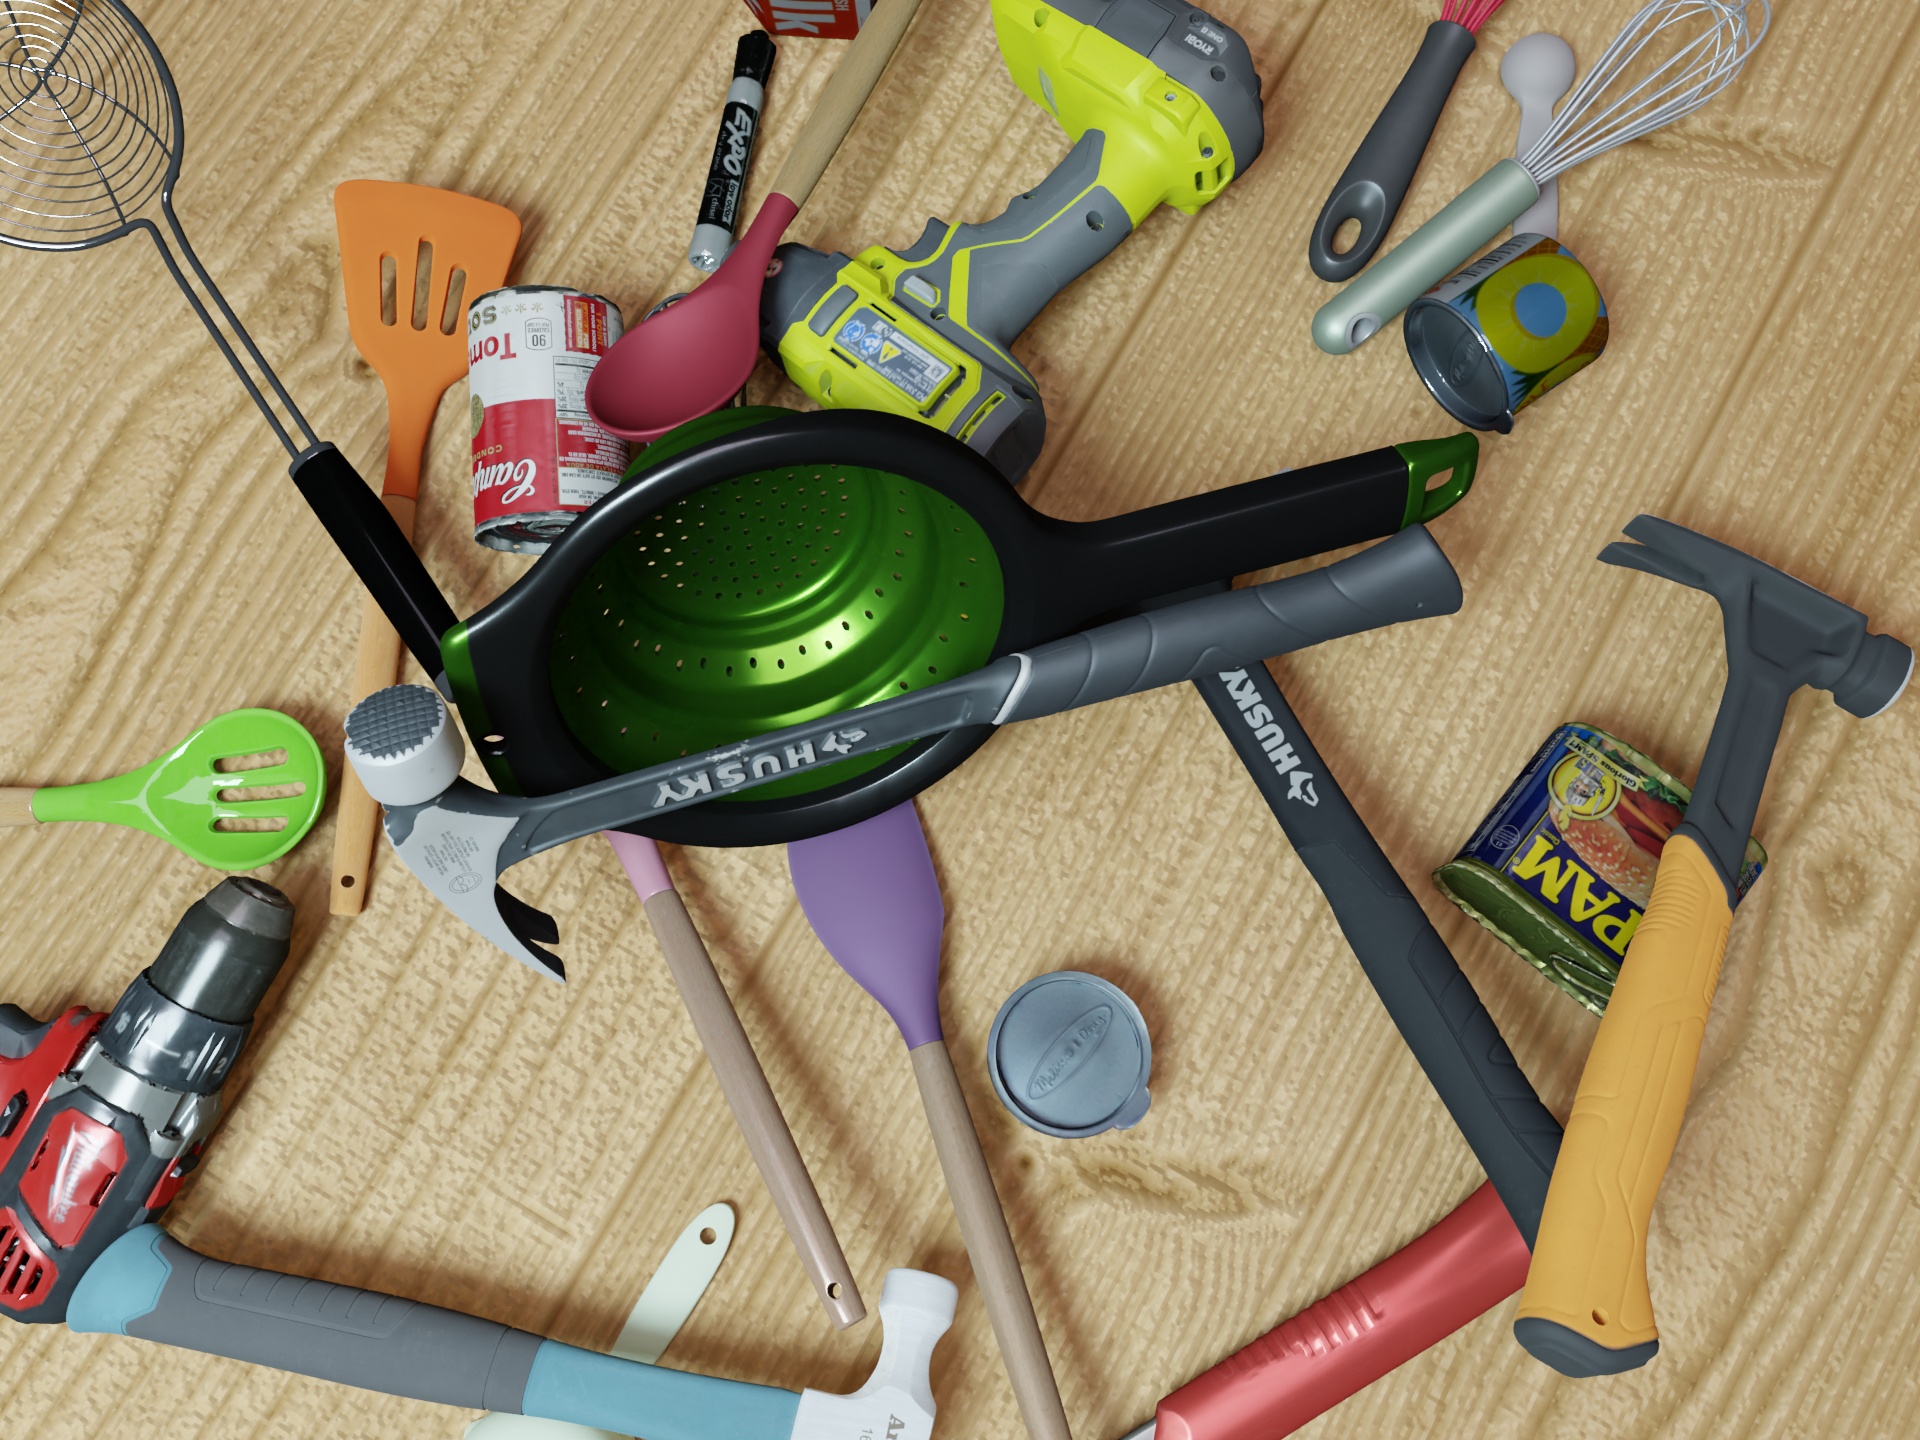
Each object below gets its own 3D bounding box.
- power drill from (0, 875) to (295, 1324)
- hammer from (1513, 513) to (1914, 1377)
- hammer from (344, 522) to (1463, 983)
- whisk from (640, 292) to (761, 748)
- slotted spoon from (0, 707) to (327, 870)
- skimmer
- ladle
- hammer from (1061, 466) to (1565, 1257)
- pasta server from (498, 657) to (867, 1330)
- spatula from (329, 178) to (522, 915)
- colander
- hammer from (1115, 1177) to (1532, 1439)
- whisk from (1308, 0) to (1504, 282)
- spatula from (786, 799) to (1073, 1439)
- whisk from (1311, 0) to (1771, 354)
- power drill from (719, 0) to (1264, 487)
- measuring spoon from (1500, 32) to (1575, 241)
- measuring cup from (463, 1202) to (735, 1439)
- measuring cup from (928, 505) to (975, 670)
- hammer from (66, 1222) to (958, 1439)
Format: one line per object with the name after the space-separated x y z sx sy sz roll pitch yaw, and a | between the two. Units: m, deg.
-0.398 0.109 0.639 0.226 0.080 0.188 30 86 0 | power drill
0.259 0.072 0.582 0.127 0.034 0.337 28 62 3 | hammer
-0.001 -0.002 0.595 0.409 0.149 0.036 -15 49 -8 | hammer
-0.107 -0.075 0.696 0.055 0.055 0.239 -11 83 -1 | whisk
-0.423 0.036 0.690 0.314 0.031 0.070 -3 81 3 | slotted spoon
-0.318 -0.156 0.651 0.127 0.090 0.363 -38 83 16 | skimmer
-0.066 -0.245 0.688 0.069 0.031 0.315 20 73 23 | ladle
0.148 0.062 0.623 0.146 0.035 0.335 -29 66 3 | hammer
-0.113 0.094 0.641 0.060 0.040 0.316 -29 70 -1 | pasta server
-0.251 -0.076 0.700 0.081 0.041 0.323 7 80 -17 | spatula
0.003 -0.073 0.621 0.397 0.204 0.095 -15 48 -8 | colander
0.112 0.278 0.620 0.359 0.036 0.149 -30 79 -4 | hammer
0.235 -0.332 0.734 0.073 0.073 0.296 28 87 7 | whisk
-0.008 0.156 0.640 0.060 0.018 0.316 -19 70 -2 | spatula
0.256 -0.248 0.712 0.246 0.057 0.059 -39 51 3 | whisk
0.012 -0.224 0.704 0.171 0.080 0.223 39 85 19 | power drill
0.269 -0.264 0.736 0.034 0.018 0.124 4 79 2 | measuring spoon
-0.141 0.266 0.627 0.083 0.038 0.167 32 82 8 | measuring cup
0.002 -0.079 0.707 0.062 0.029 0.157 -2 67 4 | measuring cup
-0.174 0.245 0.605 0.331 0.033 0.128 10 60 5 | hammer
